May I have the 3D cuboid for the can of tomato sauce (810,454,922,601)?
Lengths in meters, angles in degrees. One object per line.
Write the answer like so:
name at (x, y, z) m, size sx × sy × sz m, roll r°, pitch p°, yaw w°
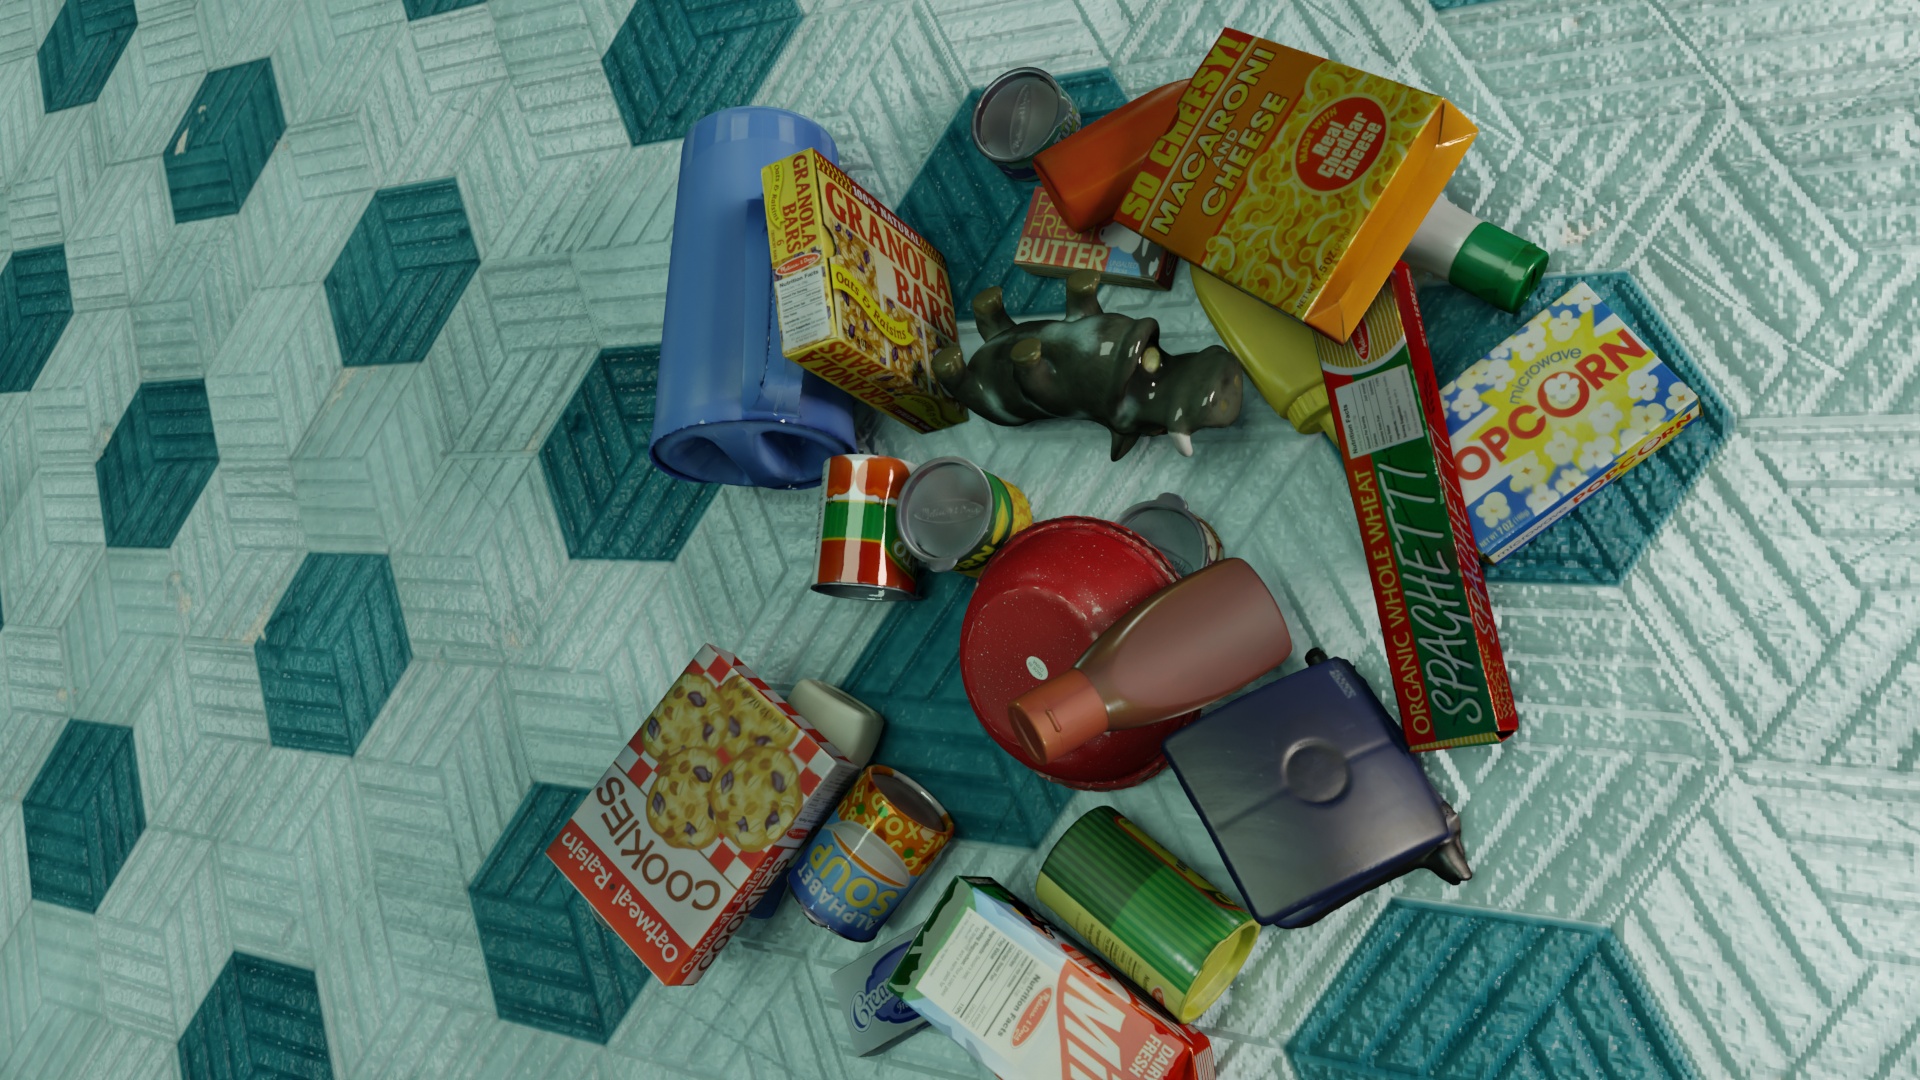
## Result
can of tomato sauce at (-0.056, -0.007, 0.881) m, size 0.071 × 0.071 × 0.083 m, roll -2°, pitch 77°, yaw 29°

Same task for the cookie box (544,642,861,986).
cookie box at (-0.159, 0.167, 0.852) m, size 0.123 × 0.040 × 0.167 m, roll 37°, pitch 90°, yaw 26°

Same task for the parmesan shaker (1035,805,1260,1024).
parmesan shaker at (0.099, 0.196, 0.742) m, size 0.103 × 0.071 × 0.071 m, roll 36°, pitch 97°, yaw 31°

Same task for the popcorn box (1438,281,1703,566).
popcorn box at (0.295, -0.058, 0.710) m, size 0.126 × 0.038 × 0.085 m, roll -40°, pitch 61°, yaw 16°

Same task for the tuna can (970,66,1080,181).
tuna can at (0.045, -0.270, 0.904) m, size 0.071 × 0.033 × 0.071 m, roll -7°, pitch 75°, yaw 28°

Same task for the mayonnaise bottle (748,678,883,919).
mayonnaise bottle at (-0.105, 0.166, 0.882) m, size 0.065 × 0.041 × 0.148 m, roll 26°, pitch 93°, yaw 31°

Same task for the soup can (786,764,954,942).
soup can at (-0.054, 0.187, 0.830) m, size 0.071 × 0.071 × 0.083 m, roll 41°, pitch 100°, yaw 30°

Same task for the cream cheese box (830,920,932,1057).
cream cheese box at (-0.025, 0.260, 0.824) m, size 0.103 × 0.024 × 0.053 m, roll -35°, pitch 63°, yaw 18°

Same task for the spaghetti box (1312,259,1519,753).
spaghetti box at (0.226, -0.019, 0.703) m, size 0.050 × 0.029 × 0.250 m, roll -19°, pitch 76°, yaw 41°

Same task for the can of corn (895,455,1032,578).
can of corn at (0.003, -0.011, 0.852) m, size 0.071 × 0.058 × 0.071 m, roll -7°, pitch 75°, yaw 28°

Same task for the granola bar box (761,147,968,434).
granola bar box at (-0.054, -0.148, 0.854) m, size 0.039 × 0.165 × 0.124 m, roll -16°, pitch 71°, yaw 23°

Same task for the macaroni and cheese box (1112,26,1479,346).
macaroni and cheese box at (0.169, -0.193, 0.736) m, size 0.123 × 0.040 × 0.167 m, roll -59°, pitch 42°, yaw 12°

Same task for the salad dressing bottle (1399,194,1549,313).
salad dressing bottle at (0.243, -0.172, 0.755) m, size 0.148 × 0.064 × 0.044 m, roll 35°, pitch 81°, yaw 25°

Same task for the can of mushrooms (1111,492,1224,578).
can of mushrooms at (0.117, 0.010, 0.798) m, size 0.071 × 0.033 × 0.071 m, roll -7°, pitch 75°, yaw 29°

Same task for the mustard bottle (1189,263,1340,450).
mustard bottle at (0.184, -0.110, 0.779) m, size 0.065 × 0.049 × 0.161 m, roll -29°, pitch 66°, yaw 17°

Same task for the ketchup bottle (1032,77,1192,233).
ketchup bottle at (0.120, -0.243, 0.832) m, size 0.149 × 0.043 × 0.065 m, roll -29°, pitch 44°, yaw 5°

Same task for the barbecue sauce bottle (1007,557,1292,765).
barbecue sauce bottle at (0.095, 0.065, 0.711) m, size 0.149 × 0.043 × 0.065 m, roll -26°, pitch 83°, yaw -20°

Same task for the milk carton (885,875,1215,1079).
milk carton at (0.063, 0.262, 0.733) m, size 0.191 × 0.072 × 0.073 m, roll 32°, pitch 86°, yaw 23°

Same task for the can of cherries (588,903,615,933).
can of cherries at (-0.203, 0.221, 0.914) m, size 0.071 × 0.058 × 0.071 m, roll -6°, pitch 77°, yaw 28°

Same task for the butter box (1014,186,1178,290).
butter box at (0.087, -0.189, 0.866) m, size 0.103 × 0.024 × 0.053 m, roll 14°, pitch 85°, yaw 31°
